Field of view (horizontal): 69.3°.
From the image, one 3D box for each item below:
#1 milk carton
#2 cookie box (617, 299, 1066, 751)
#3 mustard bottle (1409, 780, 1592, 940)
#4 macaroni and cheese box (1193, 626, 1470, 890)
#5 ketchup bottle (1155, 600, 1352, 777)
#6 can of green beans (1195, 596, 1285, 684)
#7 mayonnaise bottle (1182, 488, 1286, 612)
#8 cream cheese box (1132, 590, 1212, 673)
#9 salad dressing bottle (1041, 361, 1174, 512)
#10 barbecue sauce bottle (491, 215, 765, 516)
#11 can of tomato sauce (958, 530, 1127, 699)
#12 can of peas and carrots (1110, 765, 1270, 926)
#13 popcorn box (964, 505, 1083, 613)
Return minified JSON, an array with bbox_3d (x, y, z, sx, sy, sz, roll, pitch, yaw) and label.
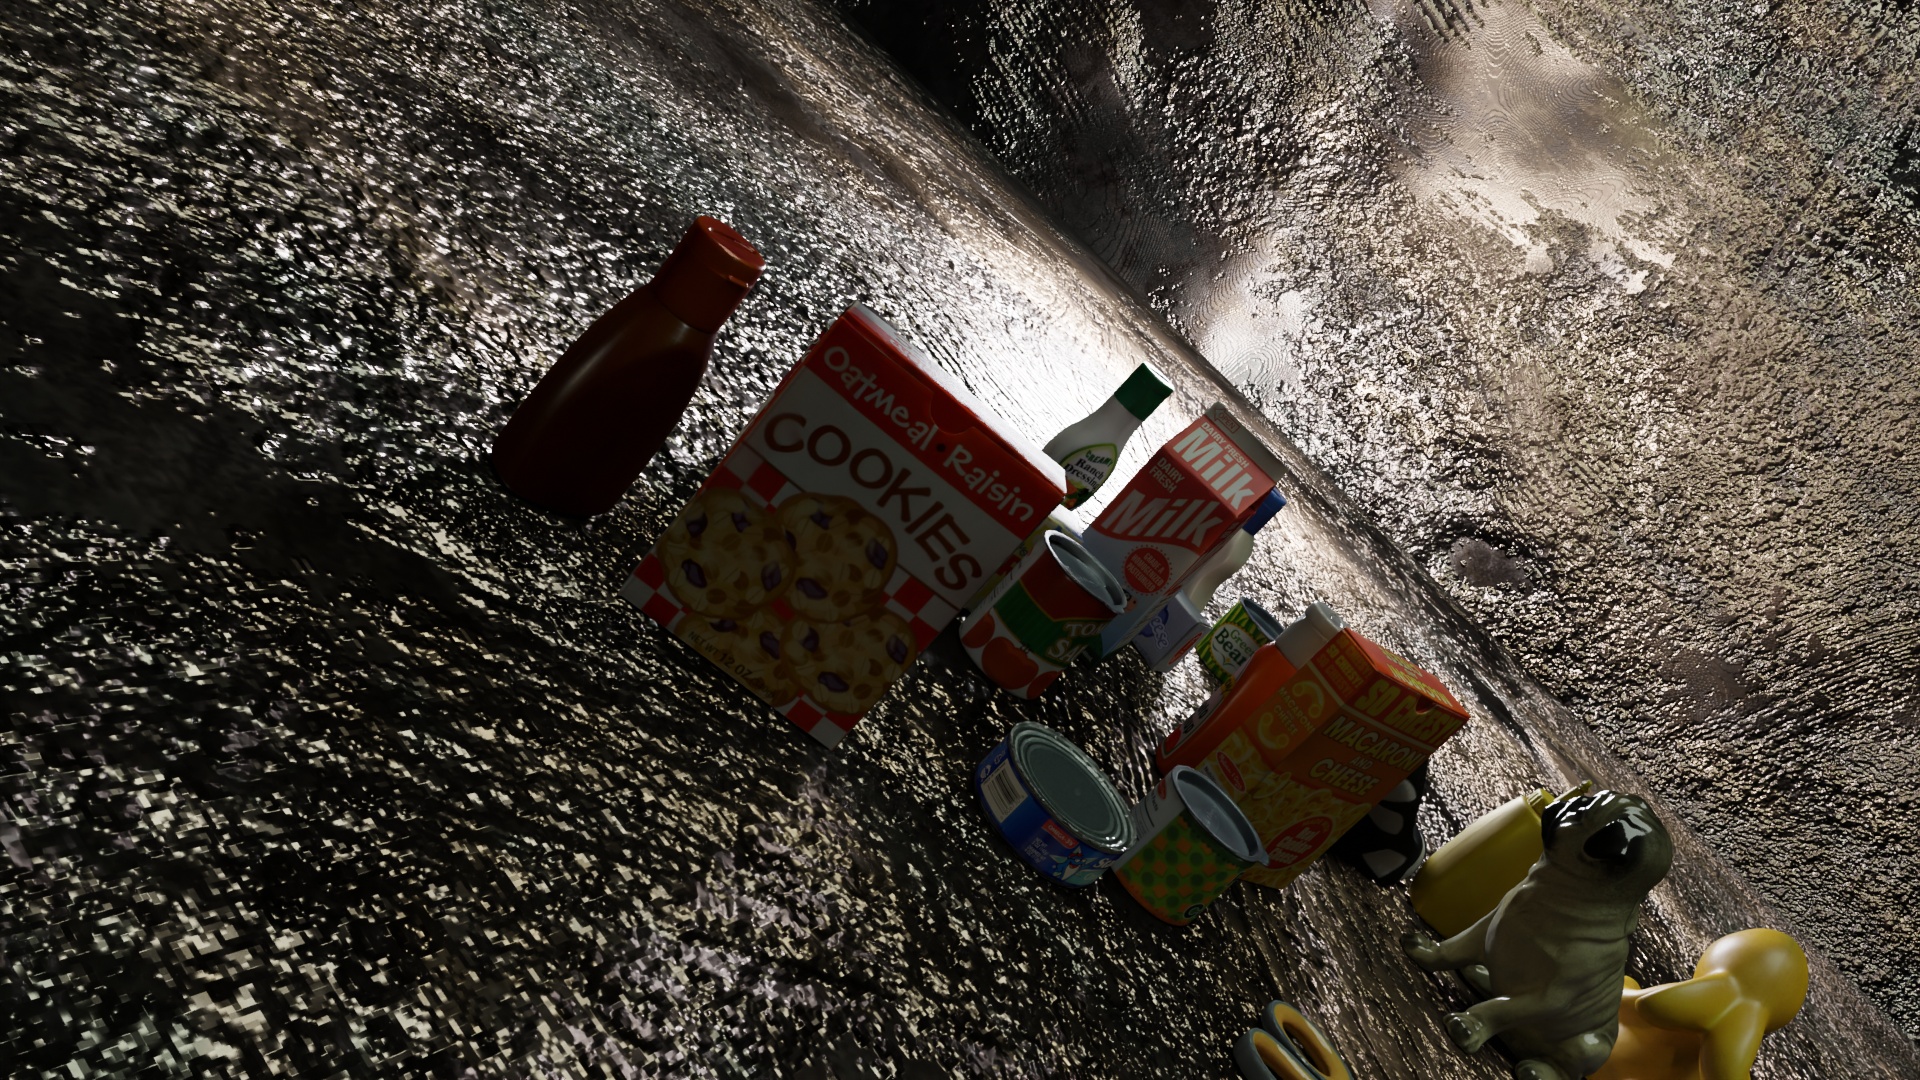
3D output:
[{"bbox_3d":[0.138,-0.004,0.970,0.072,0.190,0.073,46,18,13],"label":"milk carton"},{"bbox_3d":[-0.052,-0.004,0.618,0.123,0.167,0.040,39,18,-11],"label":"cookie box"},{"bbox_3d":[0.411,0.232,1.037,0.065,0.159,0.049,40,18,-7],"label":"mustard bottle"},{"bbox_3d":[0.212,0.137,0.838,0.123,0.166,0.040,25,25,-43],"label":"macaroni and cheese box"},{"bbox_3d":[0.192,0.103,0.903,0.043,0.148,0.065,44,18,4],"label":"ketchup bottle"},{"bbox_3d":[0.242,0.091,1.178,0.071,0.057,0.071,37,19,-15],"label":"can of green beans"},{"bbox_3d":[0.202,0.010,1.134,0.041,0.147,0.065,22,27,-48],"label":"mayonnaise bottle"},{"bbox_3d":[0.145,0.048,1.083,0.024,0.053,0.104,20,28,-50],"label":"cream cheese box"},{"bbox_3d":[0.120,-0.088,1.189,0.064,0.147,0.044,29,22,-35],"label":"salad dressing bottle"},{"bbox_3d":[-0.145,-0.078,0.625,0.065,0.148,0.044,18,29,-52],"label":"barbecue sauce bottle"},{"bbox_3d":[0.051,0.047,0.846,0.071,0.083,0.071,37,19,-15],"label":"can of tomato sauce"},{"bbox_3d":[0.123,0.168,0.758,0.071,0.058,0.071,37,19,-15],"label":"can of peas and carrots"},{"bbox_3d":[0.003,-0.011,0.878,0.126,0.085,0.038,35,19,-21],"label":"popcorn box"}]
